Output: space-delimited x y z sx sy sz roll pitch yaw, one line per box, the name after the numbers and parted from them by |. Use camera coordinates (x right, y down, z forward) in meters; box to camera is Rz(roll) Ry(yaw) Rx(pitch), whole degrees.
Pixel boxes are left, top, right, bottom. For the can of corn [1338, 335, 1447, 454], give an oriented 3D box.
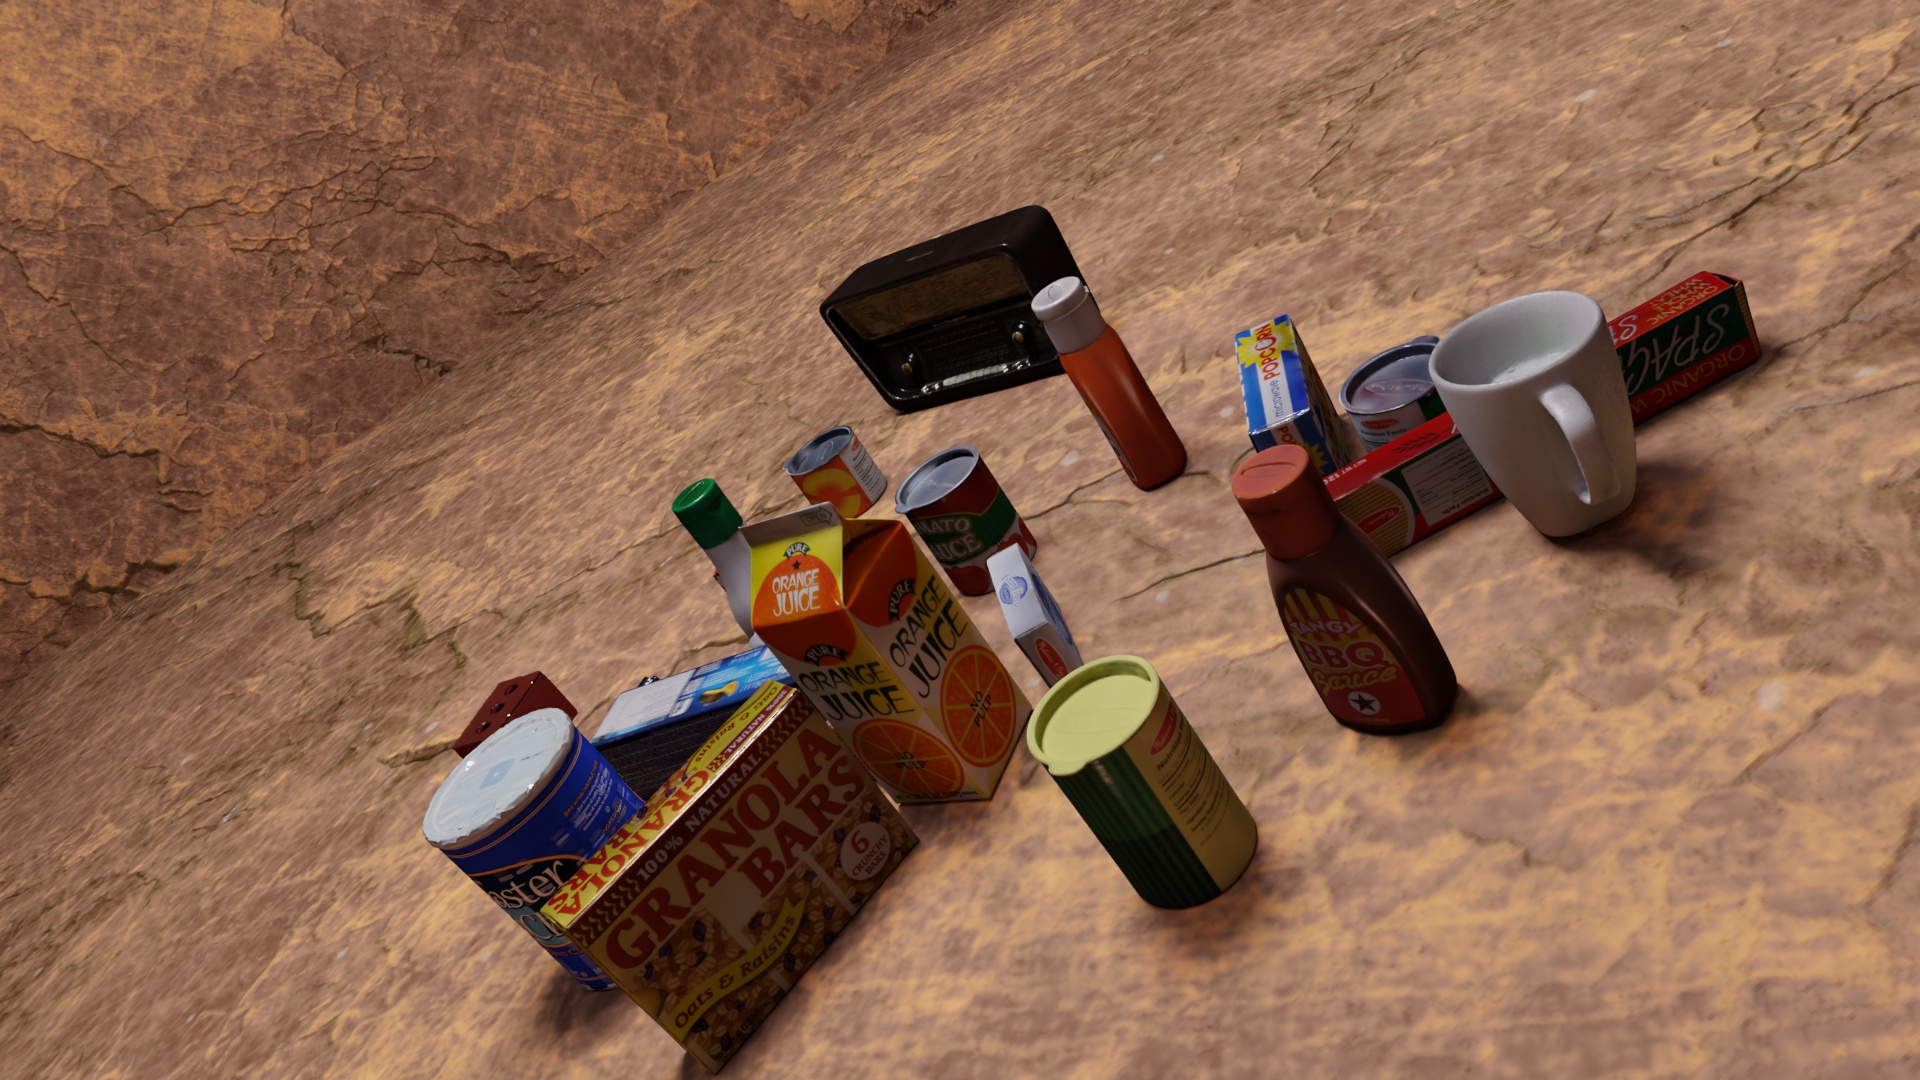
0.261 -0.073 0.794 0.071 0.058 0.071 -27 27 15 | can of corn

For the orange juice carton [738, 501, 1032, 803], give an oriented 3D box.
-0.045 0.057 0.774 0.071 0.192 0.073 -12 34 38 | orange juice carton

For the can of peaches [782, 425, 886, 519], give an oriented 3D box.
-0.106 -0.054 1.180 0.071 0.058 0.071 -27 27 15 | can of peaches

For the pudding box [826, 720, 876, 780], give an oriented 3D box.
-0.054 0.103 0.867 0.030 0.049 0.084 -22 29 23 | pudding box

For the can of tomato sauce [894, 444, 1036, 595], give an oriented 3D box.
0.003 -0.012 0.956 0.071 0.083 0.071 -27 27 15 | can of tomato sauce

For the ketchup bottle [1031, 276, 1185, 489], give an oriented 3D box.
0.100 -0.107 0.932 0.043 0.148 0.065 -29 27 11 | ketchup bottle

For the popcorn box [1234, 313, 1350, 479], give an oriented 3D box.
0.200 -0.068 0.825 0.038 0.085 0.127 -24 28 21 | popcorn box

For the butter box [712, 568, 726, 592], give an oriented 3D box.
-0.138 0.024 1.091 0.103 0.053 0.024 -21 29 25 | butter box

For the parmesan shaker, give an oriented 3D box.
0.083 0.113 0.635 0.071 0.102 0.071 -27 27 15 | parmesan shaker

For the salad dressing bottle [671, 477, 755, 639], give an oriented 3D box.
-0.152 0.022 1.004 0.044 0.147 0.064 -5 39 45 | salad dressing bottle

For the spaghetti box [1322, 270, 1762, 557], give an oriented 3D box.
0.297 -0.059 0.738 0.250 0.050 0.029 -30 27 9 | spaghetti box

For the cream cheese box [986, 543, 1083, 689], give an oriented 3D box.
0.046 0.048 0.842 0.024 0.053 0.104 -31 26 7 | cream cheese box

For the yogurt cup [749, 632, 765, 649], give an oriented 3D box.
-0.102 0.069 0.974 0.072 0.053 0.073 -27 27 15 | yogurt cup

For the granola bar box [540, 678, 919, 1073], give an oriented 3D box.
-0.115 0.175 0.733 0.166 0.124 0.039 -46 28 -23 | granola bar box

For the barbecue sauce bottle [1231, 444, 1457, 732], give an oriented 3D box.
0.171 0.023 0.634 0.065 0.148 0.044 -4 39 46 | barbecue sauce bottle
